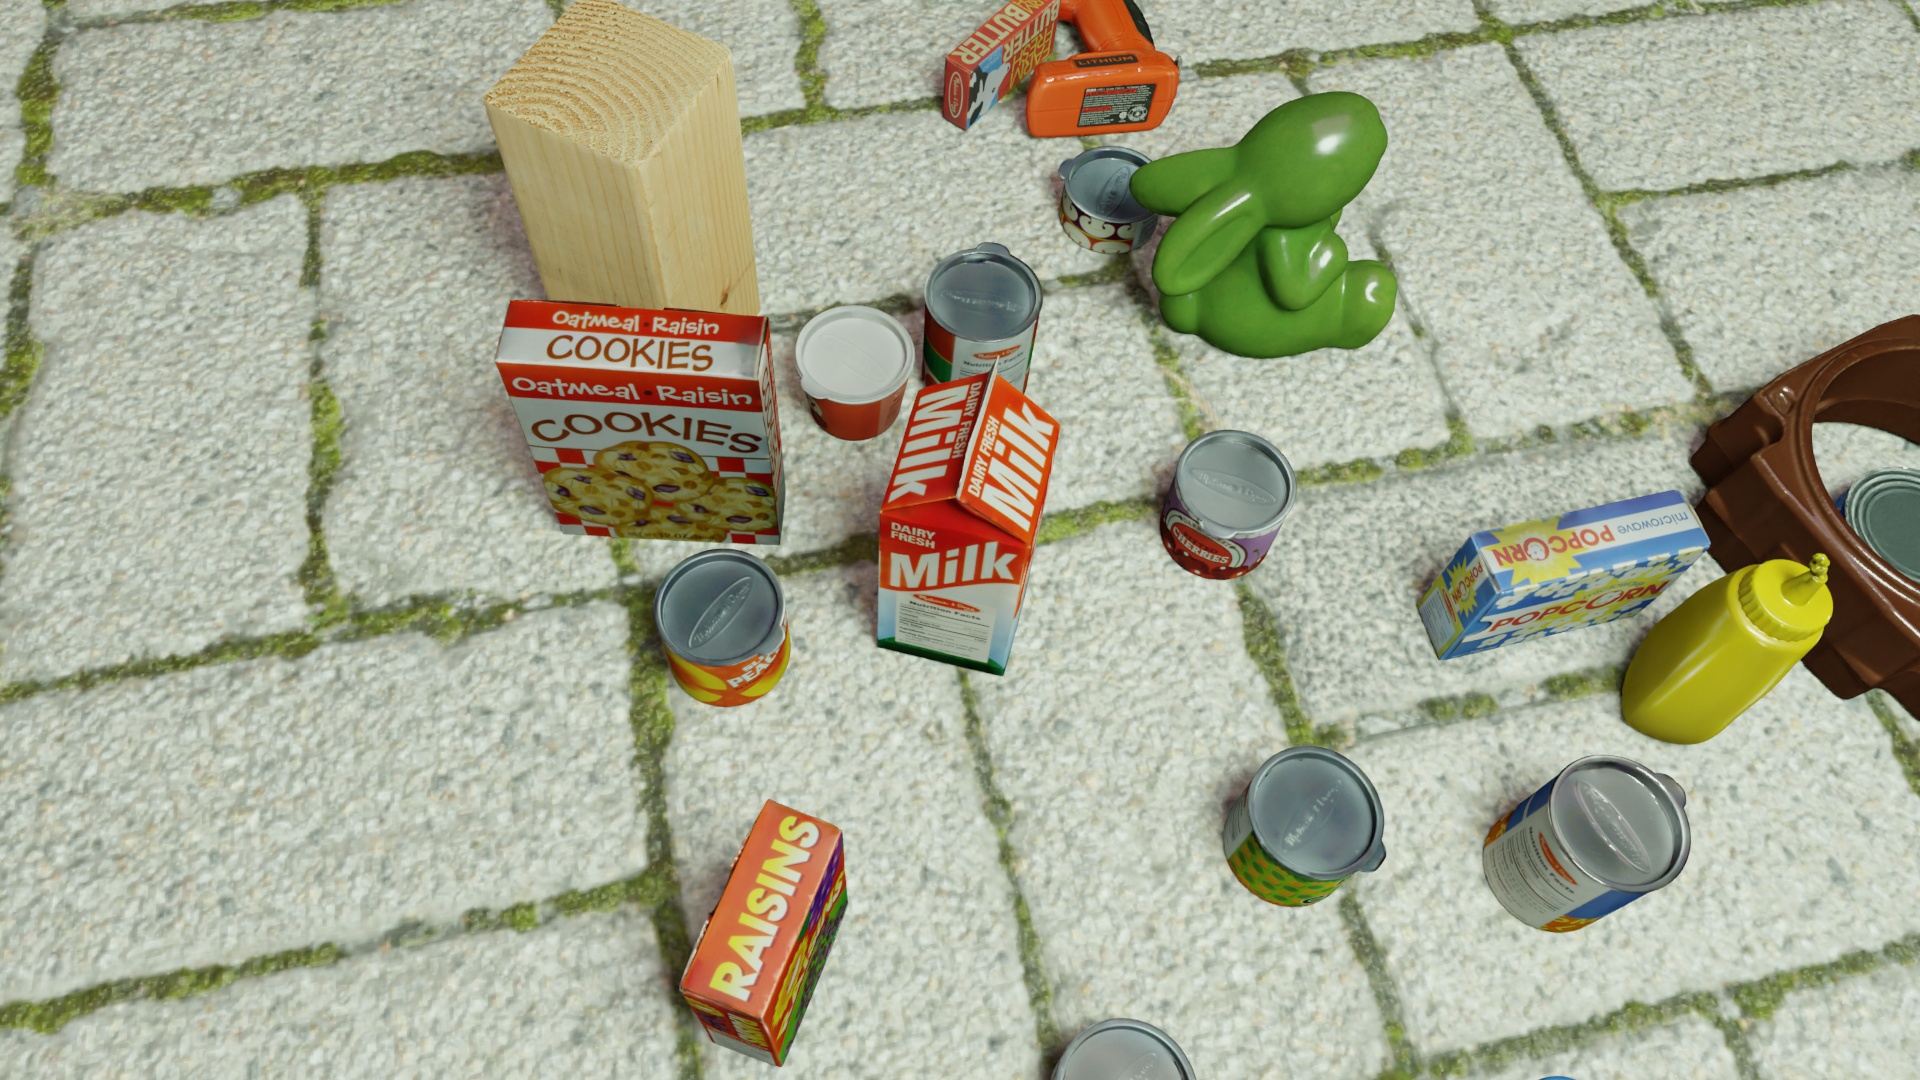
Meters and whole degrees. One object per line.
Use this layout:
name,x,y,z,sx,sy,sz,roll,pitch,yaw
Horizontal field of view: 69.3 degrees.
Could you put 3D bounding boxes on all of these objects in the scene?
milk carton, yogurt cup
milk carton,0.002,-0.009,0.687,0.073,0.189,0.072,13,61,4
yogurt cup,-0.061,-0.095,0.808,0.072,0.053,0.073,2,61,-3

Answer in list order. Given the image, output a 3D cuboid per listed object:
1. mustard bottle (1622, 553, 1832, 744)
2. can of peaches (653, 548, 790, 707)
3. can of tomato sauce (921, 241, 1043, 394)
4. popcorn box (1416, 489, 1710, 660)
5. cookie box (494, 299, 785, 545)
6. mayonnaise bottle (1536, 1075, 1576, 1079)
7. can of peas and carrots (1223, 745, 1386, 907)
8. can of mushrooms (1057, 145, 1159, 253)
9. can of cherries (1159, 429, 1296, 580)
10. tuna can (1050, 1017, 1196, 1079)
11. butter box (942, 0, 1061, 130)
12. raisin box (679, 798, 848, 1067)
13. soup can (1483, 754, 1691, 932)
mustard bottle,0.390,0.050,0.698,0.049,0.159,0.065,21,62,8
can of peaches,-0.121,0.048,0.723,0.071,0.057,0.071,2,61,-3
can of tomato sauce,0.011,-0.120,0.810,0.071,0.082,0.071,2,61,-3
popcorn box,0.324,0.020,0.753,0.127,0.084,0.038,-12,63,-10
cookie box,-0.157,-0.056,0.716,0.123,0.166,0.040,3,61,-2
mayonnaise bottle,0.223,0.253,0.581,0.065,0.147,0.041,13,61,4
can of peas and carrots,0.171,0.144,0.689,0.071,0.058,0.071,2,61,-3
can of mushrooms,0.096,-0.221,0.900,0.071,0.033,0.071,2,61,-3
can of cherries,0.147,-0.017,0.777,0.071,0.058,0.072,2,61,-3
tuna can,0.076,0.257,0.635,0.071,0.032,0.071,2,61,-3
butter box,0.028,-0.330,0.945,0.024,0.053,0.104,35,65,15
raisin box,-0.083,0.177,0.617,0.040,0.122,0.086,20,62,7
soup can,0.306,0.149,0.681,0.071,0.083,0.071,2,61,-3
